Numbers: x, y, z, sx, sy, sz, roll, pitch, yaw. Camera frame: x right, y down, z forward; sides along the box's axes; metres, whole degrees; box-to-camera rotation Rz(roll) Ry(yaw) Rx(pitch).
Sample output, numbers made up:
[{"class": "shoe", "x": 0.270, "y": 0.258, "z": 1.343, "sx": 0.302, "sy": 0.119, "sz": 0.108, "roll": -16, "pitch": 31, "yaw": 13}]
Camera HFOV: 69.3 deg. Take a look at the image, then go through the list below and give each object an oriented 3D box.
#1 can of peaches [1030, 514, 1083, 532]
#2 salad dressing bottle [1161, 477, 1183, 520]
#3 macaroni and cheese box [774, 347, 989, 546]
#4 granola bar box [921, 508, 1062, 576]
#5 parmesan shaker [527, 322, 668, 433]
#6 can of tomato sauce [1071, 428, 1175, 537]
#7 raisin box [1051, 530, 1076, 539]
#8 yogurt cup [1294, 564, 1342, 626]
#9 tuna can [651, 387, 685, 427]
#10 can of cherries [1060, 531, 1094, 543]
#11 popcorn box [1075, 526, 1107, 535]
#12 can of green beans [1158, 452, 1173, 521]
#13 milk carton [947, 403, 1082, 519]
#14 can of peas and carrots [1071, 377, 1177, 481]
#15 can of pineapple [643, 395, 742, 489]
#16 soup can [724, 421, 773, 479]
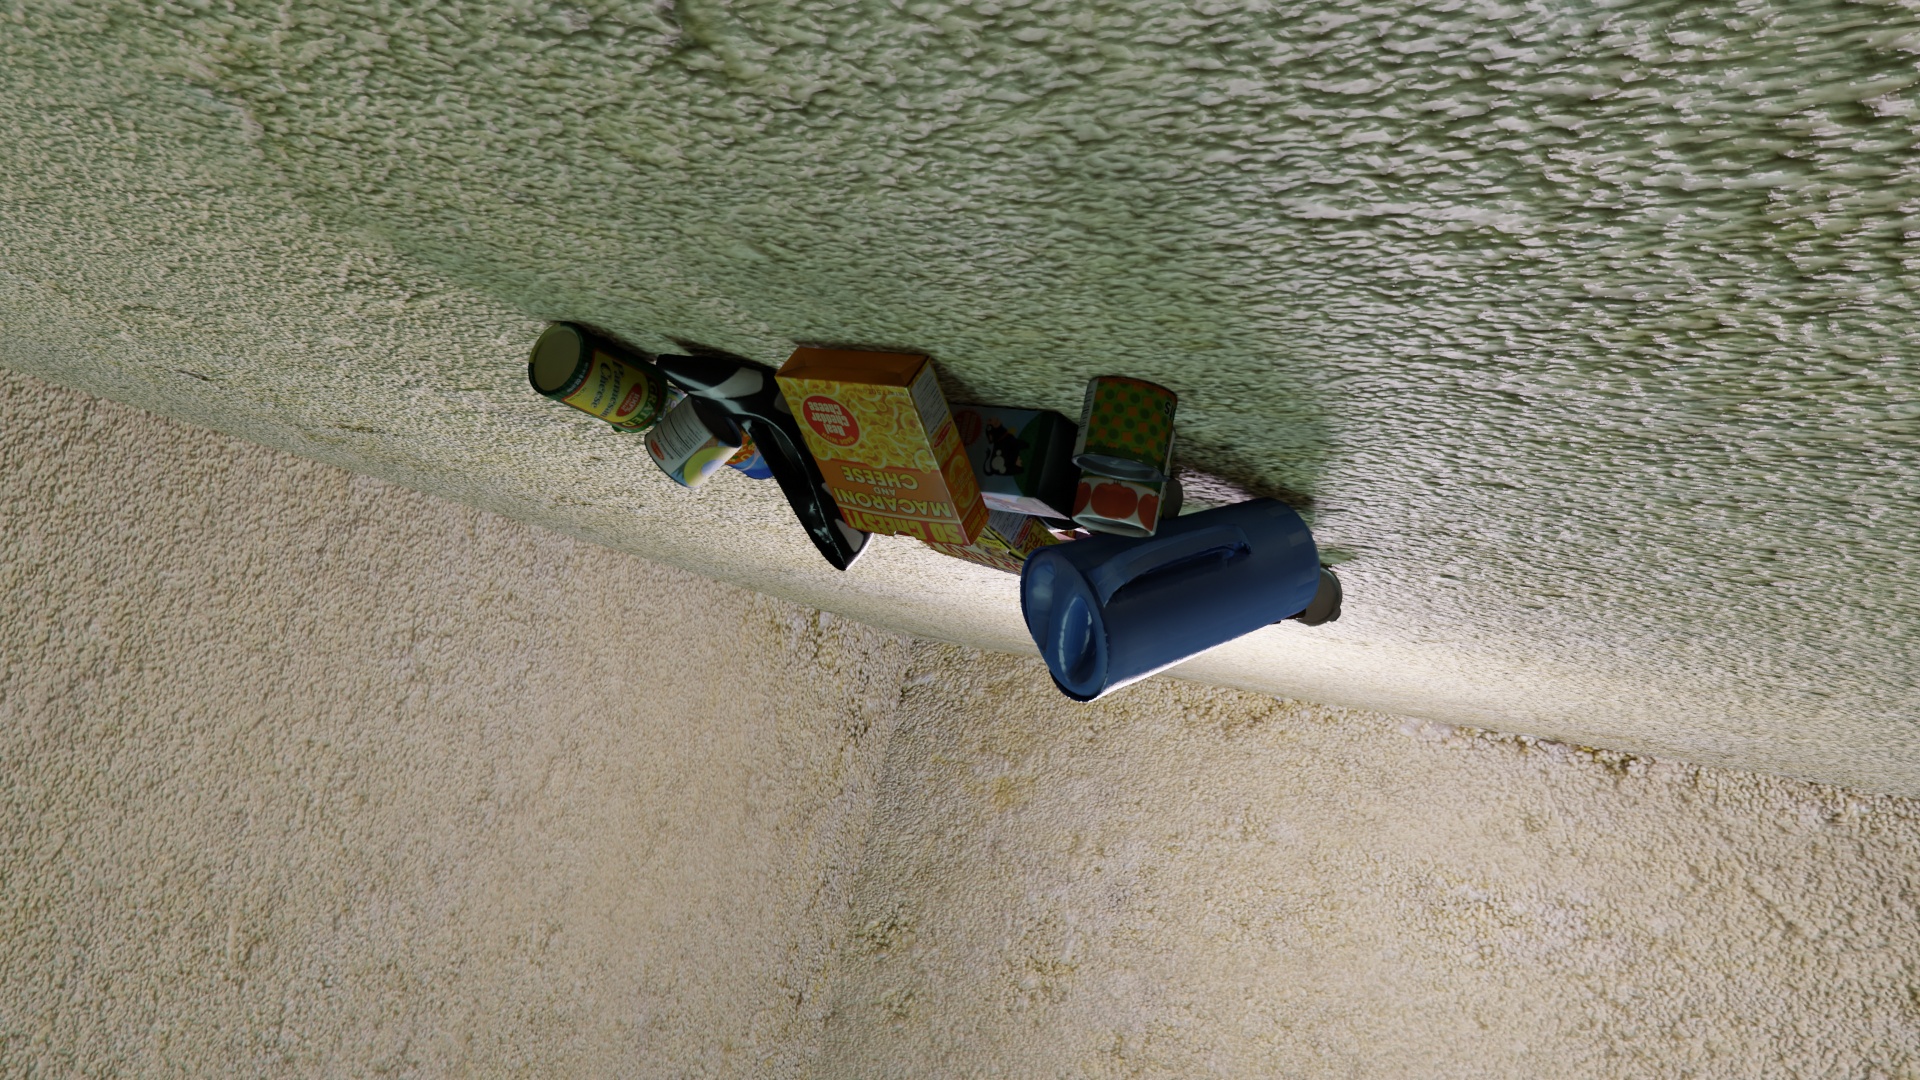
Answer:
[{"class": "can of peaches", "x": 0.087, "y": -0.041, "z": 1.266, "sx": 0.071, "sy": 0.071, "sz": 0.058, "roll": 16, "pitch": 171, "yaw": -19}, {"class": "salad dressing bottle", "x": 0.121, "y": -0.051, "z": 1.214, "sx": 0.148, "sy": 0.044, "sz": 0.064, "roll": 16, "pitch": 168, "yaw": -19}, {"class": "macaroni and cheese box", "x": -0.059, "y": -0.071, "z": 1.086, "sx": 0.124, "sy": 0.040, "sz": 0.165, "roll": 8, "pitch": 139, "yaw": 31}, {"class": "granola bar box", "x": 0.005, "y": -0.016, "z": 1.281, "sx": 0.165, "sy": 0.039, "sz": 0.124, "roll": 15, "pitch": 162, "yaw": 46}, {"class": "parmesan shaker", "x": -0.314, "y": -0.137, "z": 1.199, "sx": 0.071, "sy": 0.071, "sz": 0.103, "roll": 7, "pitch": 170, "yaw": 33}, {"class": "can of tomato sauce", "x": 0.124, "y": -0.051, "z": 1.071, "sx": 0.071, "sy": 0.083, "sz": 0.071, "roll": 12, "pitch": 171, "yaw": 2}, {"class": "raisin box", "x": 0.056, "y": -0.035, "z": 1.445, "sx": 0.086, "sy": 0.040, "sz": 0.123, "roll": 5, "pitch": 169, "yaw": 39}, {"class": "yogurt cup", "x": 0.372, "y": 0.058, "z": 1.507, "sx": 0.072, "sy": 0.072, "sz": 0.054, "roll": 14, "pitch": 179, "yaw": -9}, {"class": "tuna can", "x": -0.301, "y": -0.132, "z": 1.347, "sx": 0.071, "sy": 0.033, "sz": 0.071, "roll": 13, "pitch": 172, "yaw": 2}, {"class": "can of cherries", "x": 0.125, "y": 0.005, "z": 1.538, "sx": 0.071, "sy": 0.058, "sz": 0.071, "roll": 13, "pitch": 171, "yaw": 2}, {"class": "popcorn box", "x": 0.137, "y": -0.032, "z": 1.337, "sx": 0.085, "sy": 0.038, "sz": 0.126, "roll": 17, "pitch": 171, "yaw": -28}, {"class": "can of green beans", "x": 0.138, "y": -0.051, "z": 1.140, "sx": 0.071, "sy": 0.058, "sz": 0.071, "roll": 13, "pitch": 172, "yaw": 2}, {"class": "milk carton", "x": 0.004, "y": -0.070, "z": 1.162, "sx": 0.190, "sy": 0.073, "sz": 0.072, "roll": 8, "pitch": 170, "yaw": 32}, {"class": "can of peas and carrots", "x": 0.119, "y": -0.078, "z": 0.983, "sx": 0.071, "sy": 0.059, "sz": 0.071, "roll": 12, "pitch": 172, "yaw": 2}, {"class": "can of pineapple", "x": -0.235, "y": -0.088, "z": 1.229, "sx": 0.071, "sy": 0.057, "sz": 0.071, "roll": 44, "pitch": -163, "yaw": -18}, {"class": "soup can", "x": -0.203, "y": -0.100, "z": 1.305, "sx": 0.071, "sy": 0.071, "sz": 0.083, "roll": 9, "pitch": 170, "yaw": 26}]
